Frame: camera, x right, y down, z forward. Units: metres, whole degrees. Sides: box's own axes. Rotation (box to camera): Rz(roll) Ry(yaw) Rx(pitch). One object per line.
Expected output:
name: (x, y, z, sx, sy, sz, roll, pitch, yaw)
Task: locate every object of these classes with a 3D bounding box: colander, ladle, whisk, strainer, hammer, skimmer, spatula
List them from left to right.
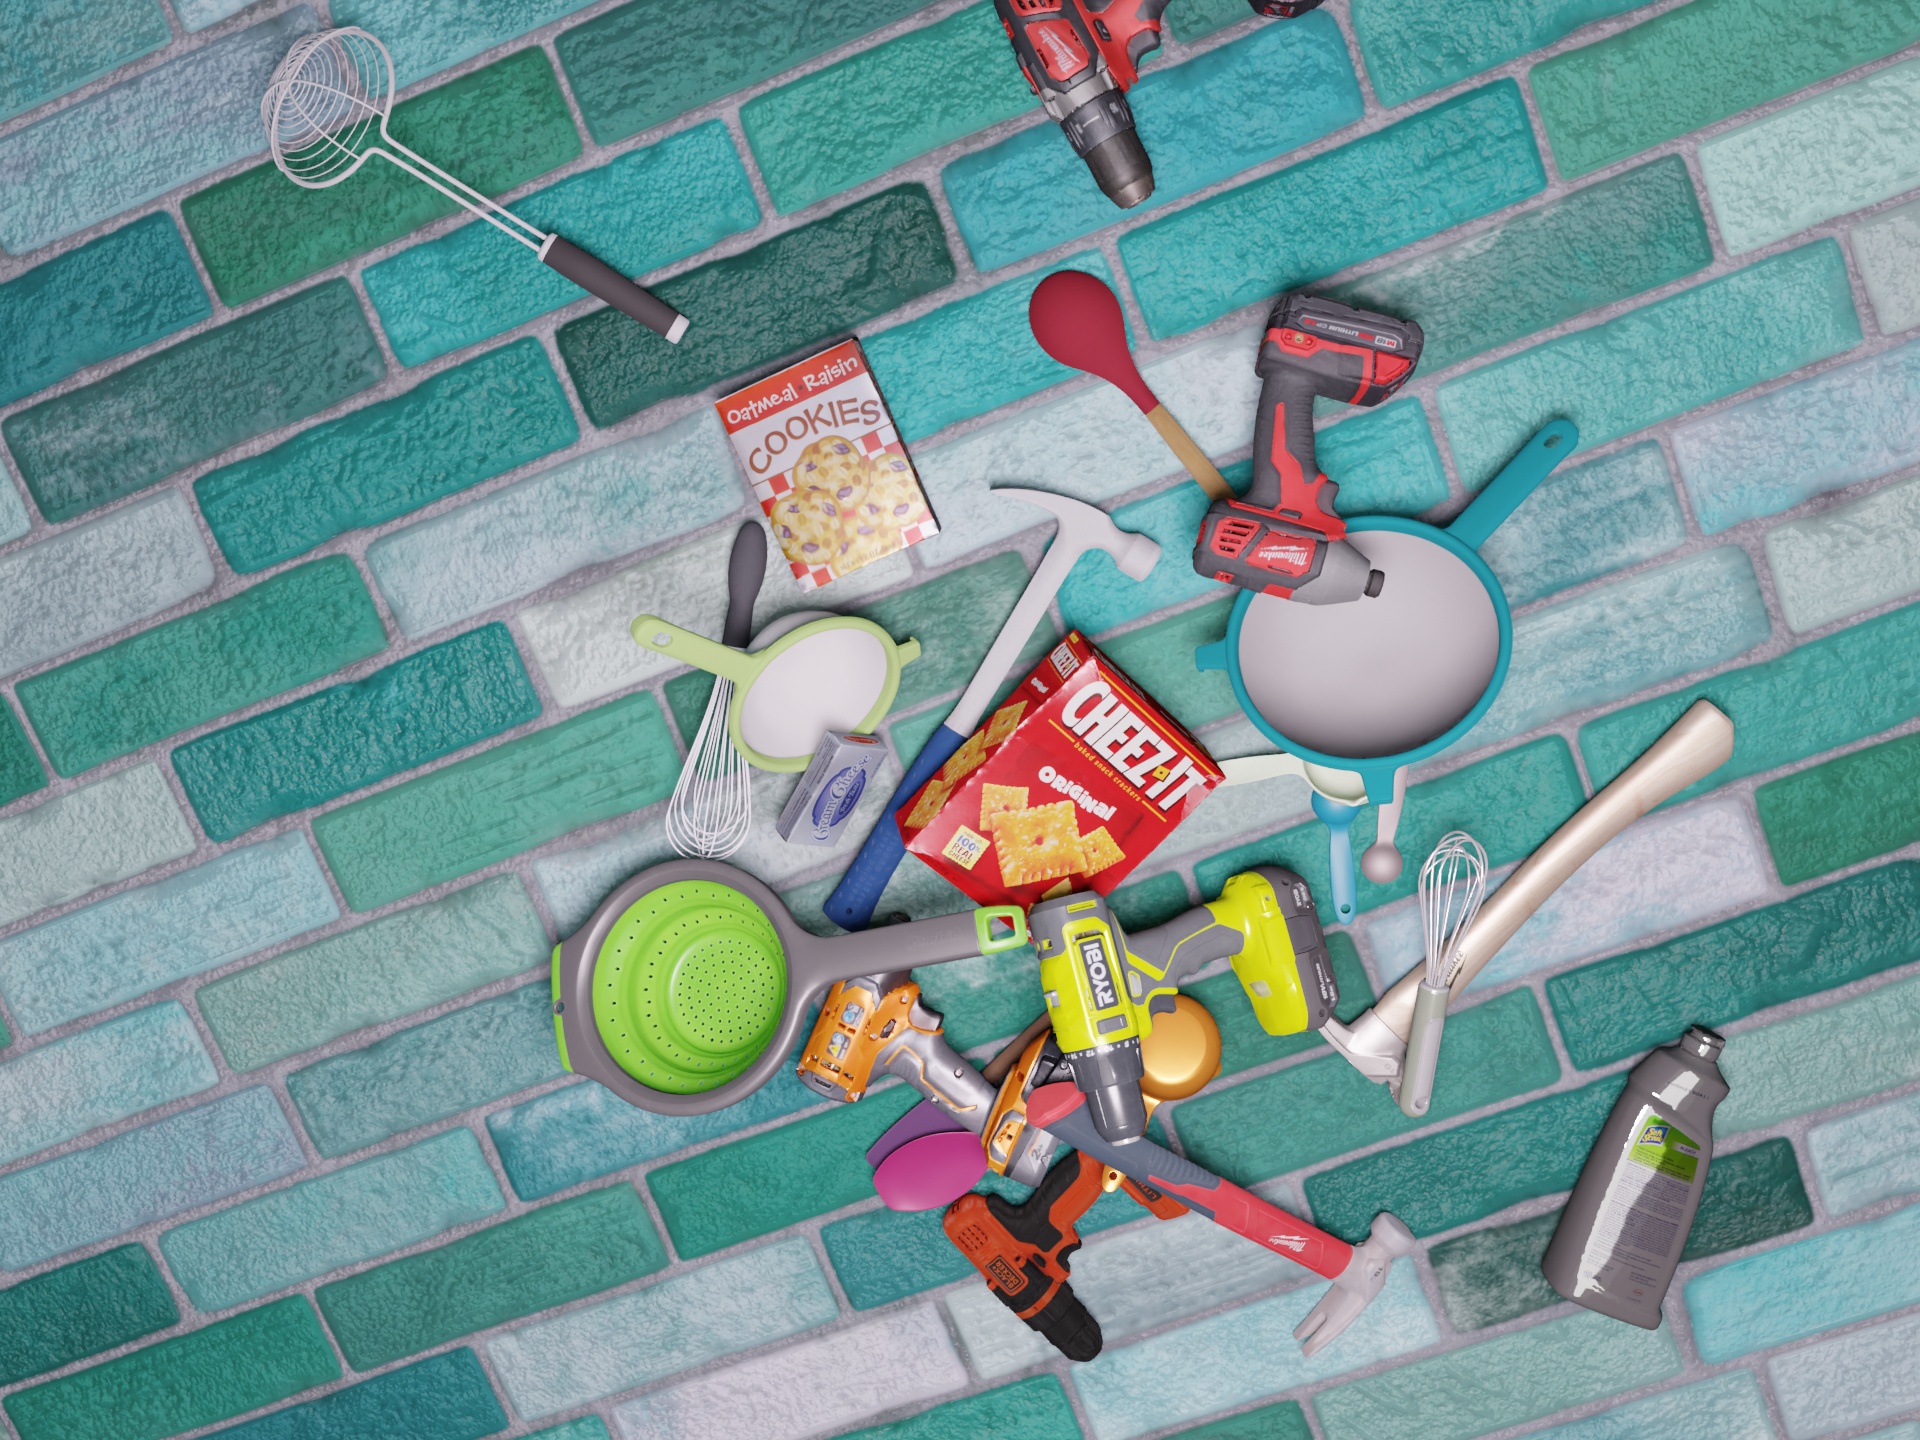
skimmer: (-0.375, -0.406, 1.250, 0.363, 0.090, 0.127, 31, 99, -13)
whisk: (-0.192, -0.022, 1.302, 0.070, 0.070, 0.284, 9, 96, 1)
strainer: (-0.161, -0.048, 1.235, 0.256, 0.069, 0.151, 22, 112, -47)
colander: (-0.132, 0.204, 1.296, 0.397, 0.094, 0.205, -12, 75, 11)
hammer: (-0.002, -0.004, 1.304, 0.144, 0.035, 0.405, 30, 101, -3)
spatula: (0.044, 0.292, 1.368, 0.059, 0.018, 0.316, 43, 101, -14)
ladle: (0.167, -0.226, 1.259, 0.069, 0.031, 0.315, -40, 98, 11)
hammer: (0.200, 0.405, 1.311, 0.386, 0.038, 0.143, 32, 101, -23)
strainer: (0.361, -0.092, 1.238, 0.340, 0.095, 0.211, -46, 61, -5)
whisk: (0.385, 0.207, 1.284, 0.057, 0.059, 0.246, 0, 104, -23)
hammer: (0.460, 0.133, 1.307, 0.146, 0.038, 0.410, 43, 100, -4)

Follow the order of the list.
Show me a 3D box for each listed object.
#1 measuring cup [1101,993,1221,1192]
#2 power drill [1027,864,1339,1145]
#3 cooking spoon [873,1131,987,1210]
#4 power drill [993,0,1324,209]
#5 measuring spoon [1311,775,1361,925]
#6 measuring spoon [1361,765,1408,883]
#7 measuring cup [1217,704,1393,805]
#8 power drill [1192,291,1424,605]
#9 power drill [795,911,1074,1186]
measuring cup: (0.156, 0.306, 1.312, 0.095, 0.052, 0.174, 23, 75, 12)
power drill: (0.177, 0.216, 1.253, 0.228, 0.080, 0.191, -11, 80, -21)
cooking spoon: (0.070, 0.339, 1.370, 0.319, 0.017, 0.068, -28, 104, 6)
power drill: (0.160, -0.511, 1.180, 0.226, 0.080, 0.188, -28, 98, 11)
measuring spoon: (0.316, 0.110, 1.315, 0.042, 0.021, 0.128, -6, 99, 4)
measuring spoon: (0.355, 0.076, 1.310, 0.034, 0.018, 0.124, 6, 100, 2)
measuring cup: (0.273, 0.039, 1.298, 0.167, 0.038, 0.083, -10, 74, 20)
power drill: (0.270, -0.197, 1.200, 0.143, 0.078, 0.220, 16, 86, 4)
power drill: (-0.007, 0.270, 1.323, 0.226, 0.084, 0.164, 24, 95, 10)
